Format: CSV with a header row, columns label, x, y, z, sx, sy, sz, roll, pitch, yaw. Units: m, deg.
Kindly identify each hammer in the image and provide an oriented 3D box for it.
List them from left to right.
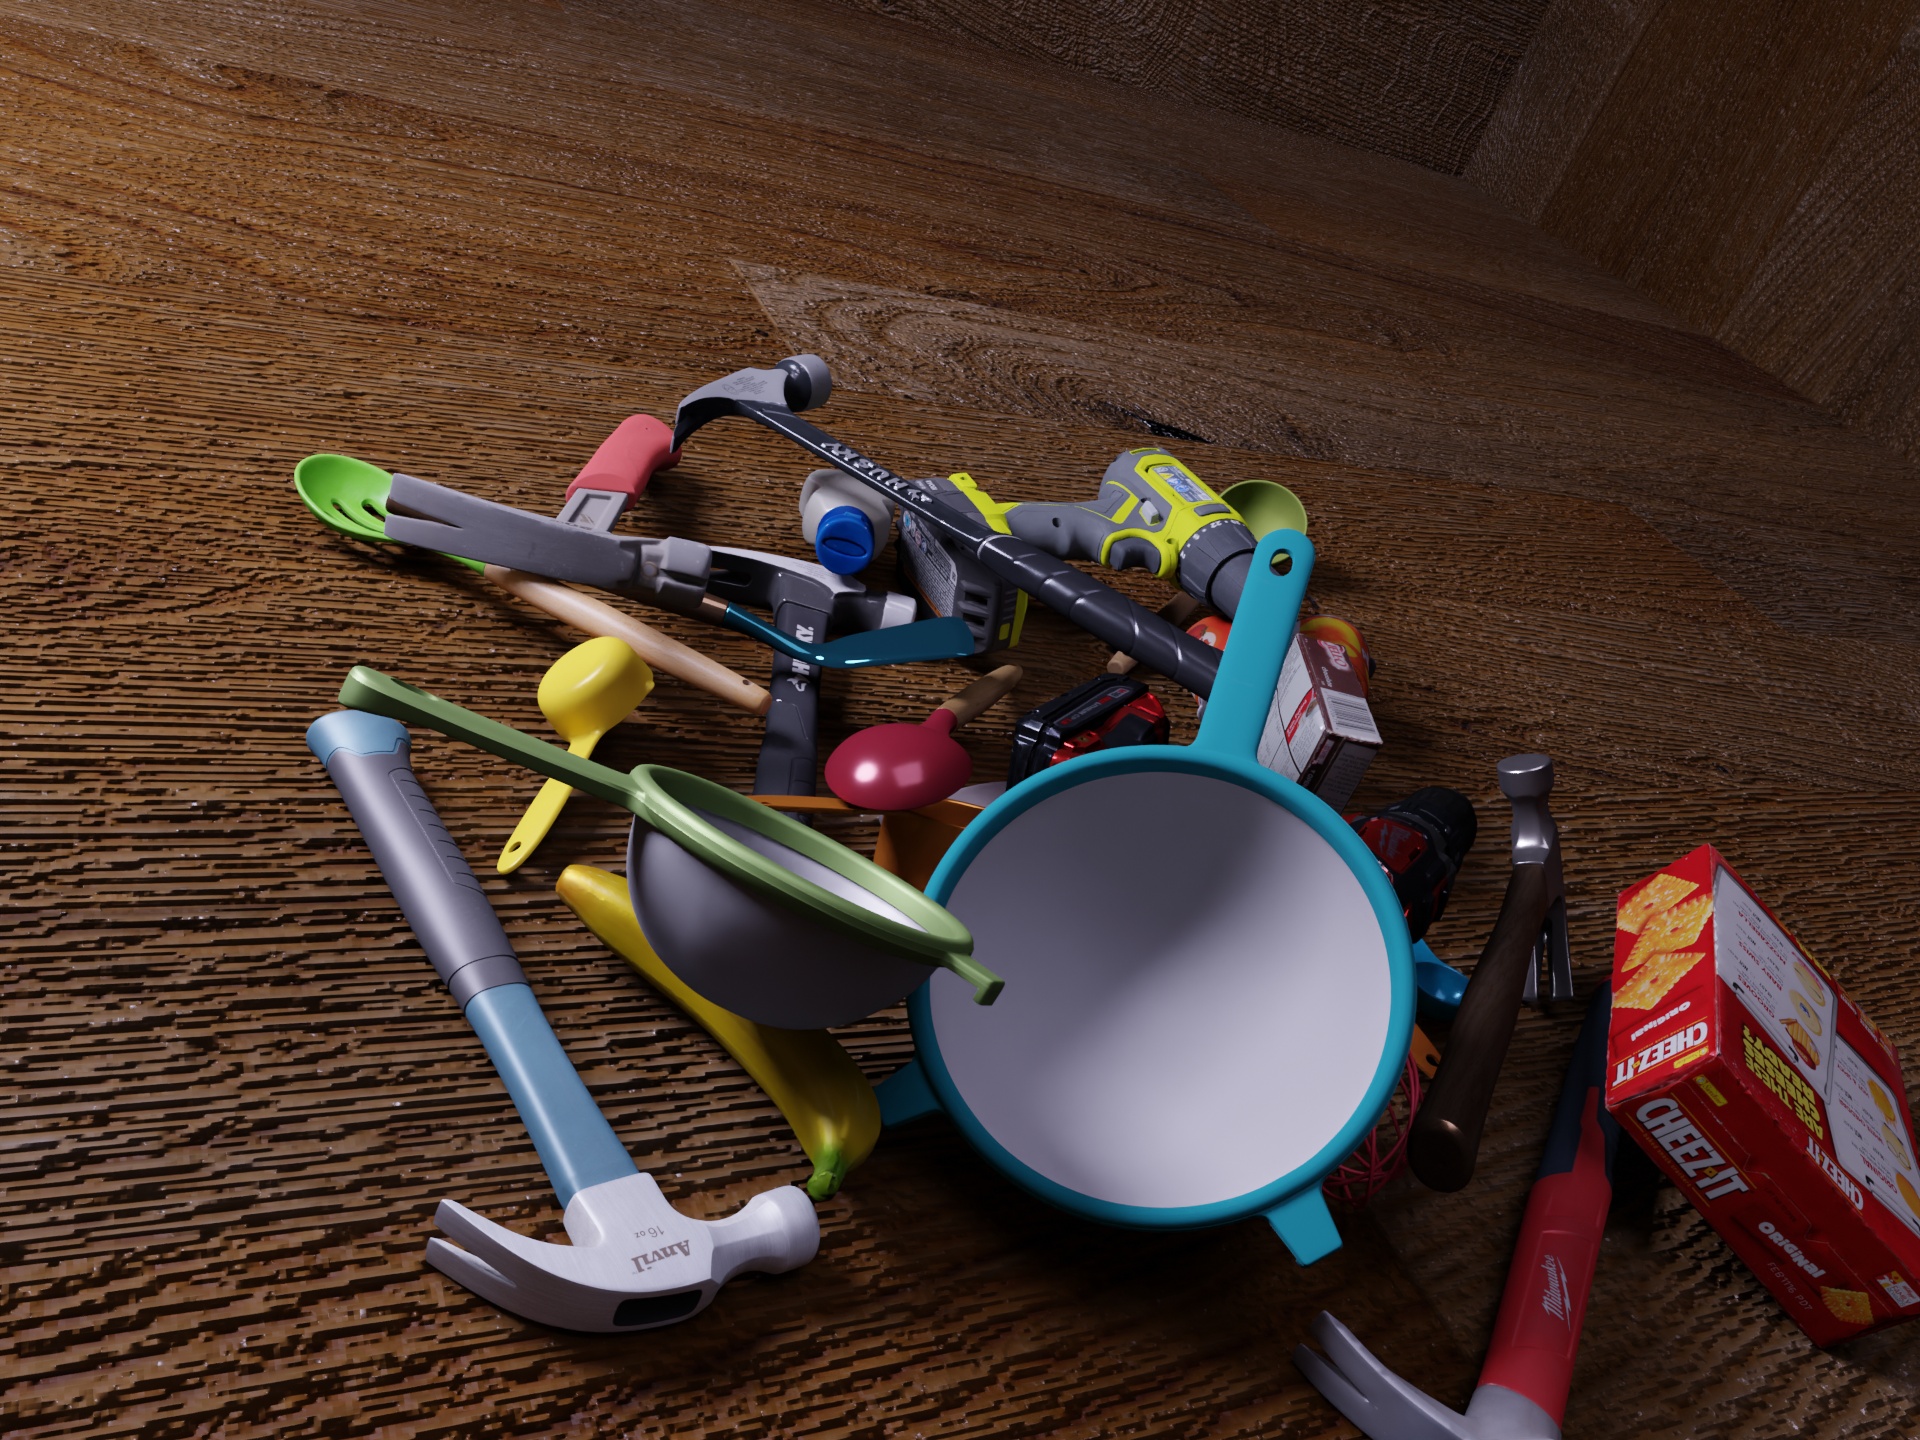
label,x,y,z,sx,sy,sz,roll,pitch,yaw
hammer,-0.192,0.104,0.646,0.128,0.033,0.331,-7,42,-40
hammer,-0.208,-0.135,0.899,0.149,0.036,0.359,13,16,-10
hammer,-0.096,0.005,0.855,0.146,0.035,0.335,16,32,-12
hammer,0.006,-0.108,0.929,0.409,0.036,0.149,33,35,22
hammer,0.271,0.132,0.800,0.031,0.130,0.331,-6,16,29
hammer,0.279,0.218,0.764,0.143,0.038,0.386,30,32,15

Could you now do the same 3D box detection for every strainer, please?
label,x,y,z,sx,sy,sz,roll,pitch,yaw
strainer,-0.117,0.059,0.599,0.256,0.069,0.152,26,2,-25
strainer,0.107,0.070,0.725,0.211,0.095,0.341,14,63,15

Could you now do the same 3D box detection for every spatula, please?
label,x,y,z,sx,sy,sz,roll,pitch,yaw
spatula,-0.149,-0.076,0.861,0.317,0.044,0.082,18,16,-11

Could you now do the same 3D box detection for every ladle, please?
label,x,y,z,sx,sy,sz,roll,pitch,yaw
ladle,-0.001,-0.003,0.862,0.069,0.031,0.315,8,12,12
ladle,0.180,-0.106,1.177,0.078,0.062,0.320,31,35,14

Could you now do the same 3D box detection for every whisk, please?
label,x,y,z,sx,sy,sz,roll,pitch,yaw
whisk,0.185,0.136,0.815,0.073,0.073,0.296,19,27,-5

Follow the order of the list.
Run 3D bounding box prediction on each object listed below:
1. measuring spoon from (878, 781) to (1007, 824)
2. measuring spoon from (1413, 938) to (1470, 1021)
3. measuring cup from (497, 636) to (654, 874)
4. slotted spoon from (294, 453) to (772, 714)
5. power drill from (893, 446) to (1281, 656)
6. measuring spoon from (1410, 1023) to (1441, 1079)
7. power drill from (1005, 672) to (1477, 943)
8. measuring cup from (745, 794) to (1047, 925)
label,x,y,z,sx,sy,sz,roll,pitch,yaw
measuring spoon,0.000,0.050,0.870,0.034,0.018,0.124,42,29,28
measuring spoon,0.251,0.131,0.905,0.042,0.021,0.129,9,25,-19
measuring cup,-0.195,0.012,0.766,0.029,0.062,0.157,59,28,-29
slotted spoon,-0.235,-0.072,0.861,0.314,0.031,0.070,26,28,17
power drill,0.089,-0.107,1.046,0.228,0.080,0.191,-10,38,-22
measuring spoon,0.231,0.150,0.861,0.021,0.011,0.117,3,37,-29
power drill,0.155,0.050,0.848,0.227,0.080,0.188,22,27,28
measuring cup,-0.032,0.066,0.751,0.173,0.052,0.095,8,8,-37
